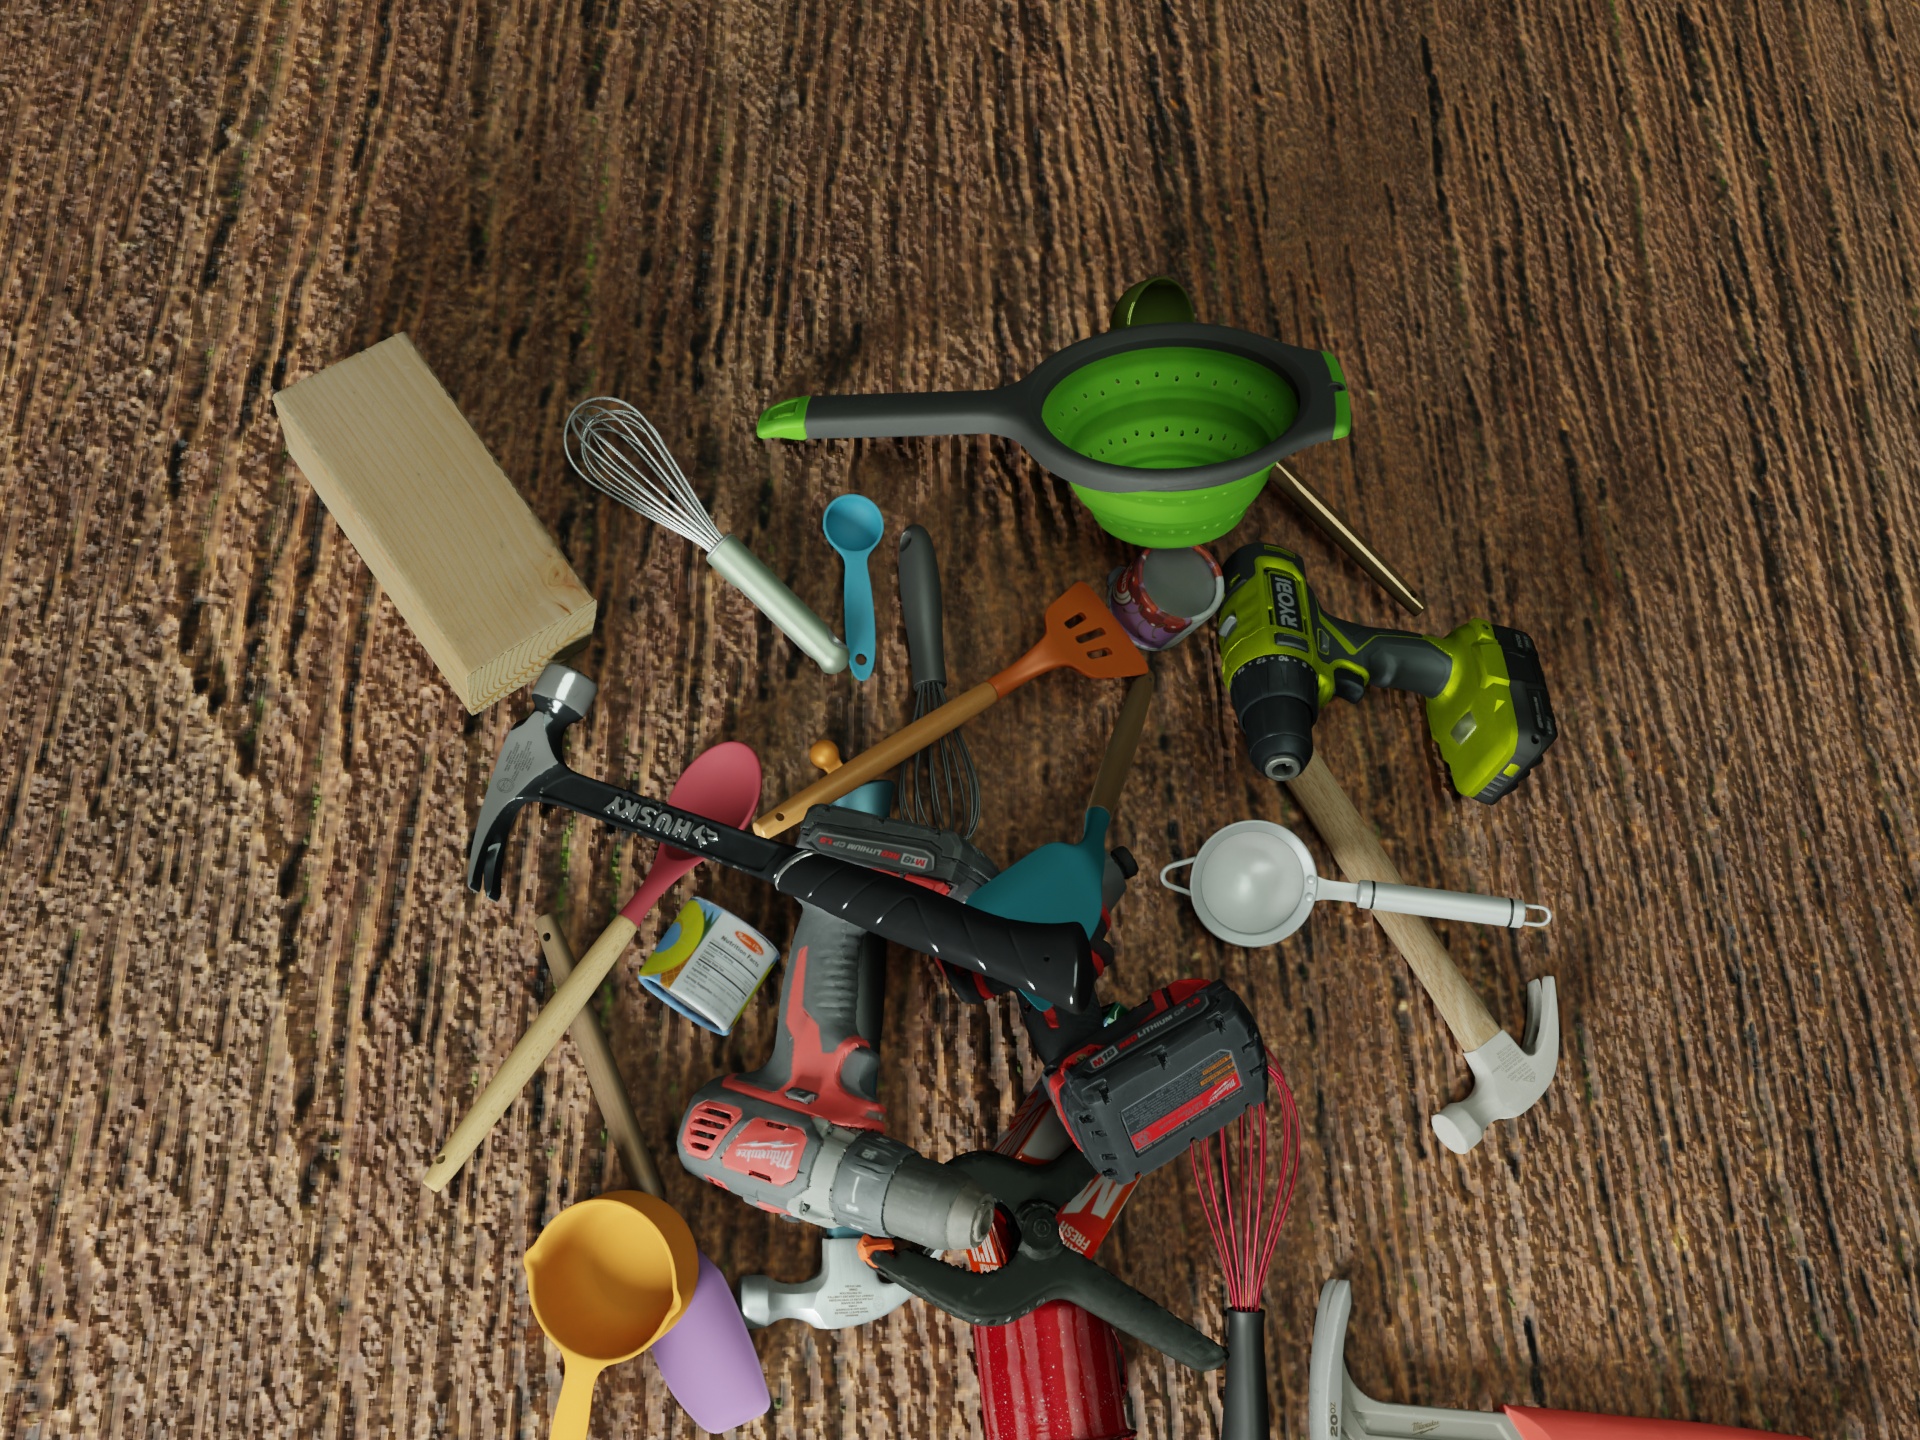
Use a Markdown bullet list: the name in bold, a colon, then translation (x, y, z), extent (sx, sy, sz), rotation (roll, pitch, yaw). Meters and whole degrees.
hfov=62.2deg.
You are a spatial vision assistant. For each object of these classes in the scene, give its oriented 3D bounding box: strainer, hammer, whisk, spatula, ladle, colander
- **strainer**: translation (0.263, 0.116, 1.067), extent (0.258, 0.050, 0.087), rotation (7, 96, 7)
- **hammer**: translation (0.396, 0.457, 1.032), extent (0.359, 0.036, 0.149), rotation (10, 71, -12)
- **whisk**: translation (-0.021, -0.023, 1.061), extent (0.055, 0.055, 0.239), rotation (0, 68, -15)
- **spatula**: translation (-0.002, -0.003, 1.021), extent (0.322, 0.041, 0.081), rotation (-31, 80, -29)
- **ladle**: translation (0.231, -0.198, 1.168), extent (0.320, 0.062, 0.078), rotation (45, 62, 3)
- **whisk**: translation (-0.166, -0.120, 1.052), extent (0.246, 0.058, 0.059), rotation (44, 102, -2)
- **spatula**: translation (0.081, 0.049, 0.995), extent (0.082, 0.044, 0.318), rotation (53, 30, -15)
- **spatula**: translation (-0.192, 0.261, 0.935), extent (0.060, 0.018, 0.316), rotation (-26, 78, 9)
- **whisk**: translation (0.179, 0.348, 0.995), extent (0.073, 0.073, 0.296), rotation (5, 77, -14)
- **colander**: translation (0.061, -0.182, 1.095), extent (0.397, 0.094, 0.205), rotation (-1, 41, 7)
- **hammer**: translation (-0.111, 0.083, 0.896), extent (0.409, 0.036, 0.149), rotation (17, 74, 26)
- **ladle**: translation (-0.213, 0.140, 0.945), extent (0.069, 0.031, 0.315), rotation (13, 56, 36)
- **hammer**: translation (-0.065, 0.198, 0.980), extent (0.128, 0.033, 0.331), rotation (5, 74, -14)
- **hammer**: translation (0.301, 0.124, 1.109), extent (0.130, 0.031, 0.331), rotation (-30, 83, -21)

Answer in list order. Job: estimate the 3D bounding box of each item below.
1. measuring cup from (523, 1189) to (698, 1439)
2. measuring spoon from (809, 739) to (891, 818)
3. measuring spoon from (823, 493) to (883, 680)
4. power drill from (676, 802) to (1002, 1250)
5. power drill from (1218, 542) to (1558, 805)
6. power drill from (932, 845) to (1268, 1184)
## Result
- **measuring cup**: translation (-0.200, 0.350, 0.892), extent (0.095, 0.052, 0.173), rotation (11, 88, 13)
- **measuring spoon**: translation (-0.059, 0.060, 1.040), extent (0.021, 0.011, 0.117), rotation (-36, 85, -22)
- **measuring spoon**: translation (-0.072, -0.089, 1.084), extent (0.042, 0.021, 0.129), rotation (-2, 83, -17)
- **power drill**: translation (-0.044, 0.175, 0.898), extent (0.188, 0.080, 0.227), rotation (10, 72, 27)
- **power drill**: translation (0.287, -0.019, 1.100), extent (0.228, 0.080, 0.191), rotation (14, 47, -12)
- **power drill**: translation (0.081, 0.157, 0.948), extent (0.143, 0.220, 0.078), rotation (-29, 124, -10)
